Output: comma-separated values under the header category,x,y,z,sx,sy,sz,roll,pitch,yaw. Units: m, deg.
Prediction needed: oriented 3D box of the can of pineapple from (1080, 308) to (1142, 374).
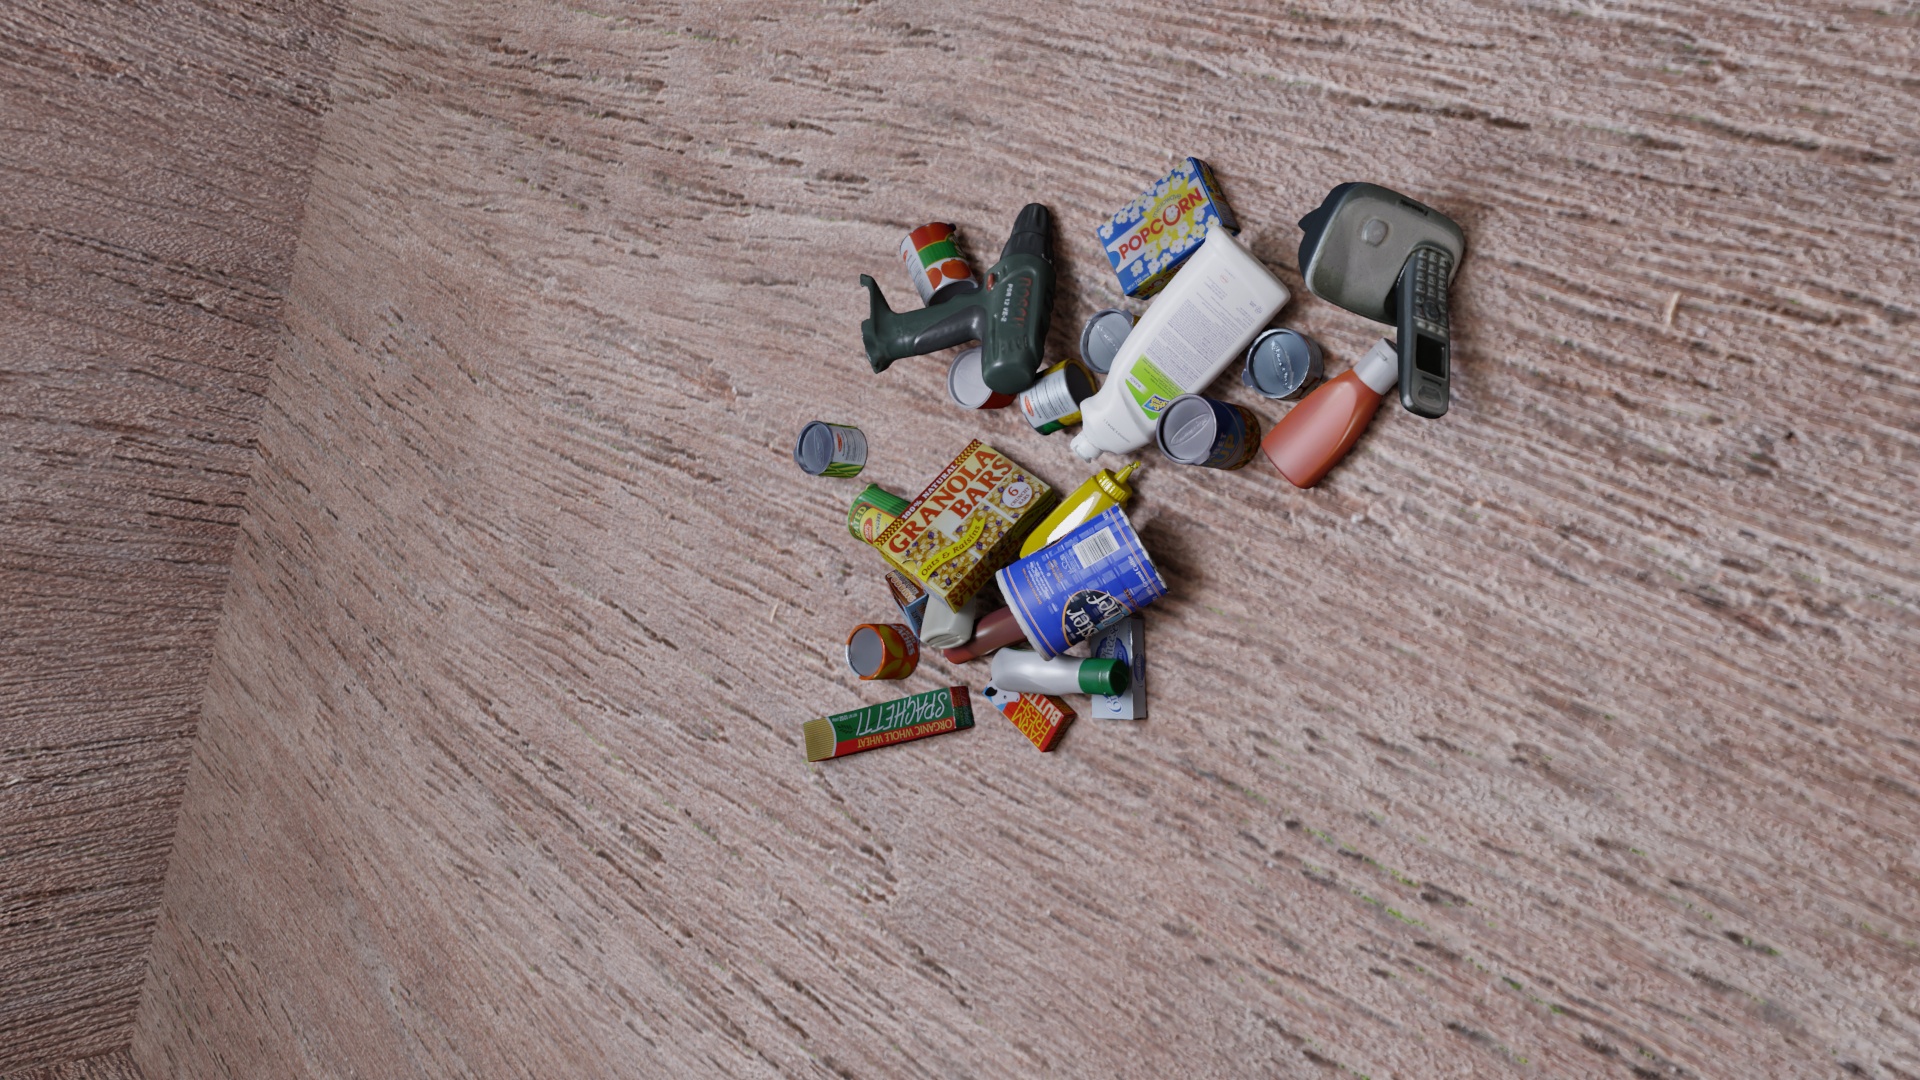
category,x,y,z,sx,sy,sz,roll,pitch,yaw
can of pineapple,0.166,-0.198,1.405,0.071,0.058,0.071,-3,85,41

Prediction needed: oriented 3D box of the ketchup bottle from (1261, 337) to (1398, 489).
category,x,y,z,sx,sy,sz,roll,pitch,yaw
ketchup bottle,0.342,-0.117,1.255,0.148,0.043,0.065,-49,59,27

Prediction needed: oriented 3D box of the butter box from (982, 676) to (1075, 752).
category,x,y,z,sx,sy,sz,roll,pitch,yaw
butter box,0.073,0.174,1.479,0.104,0.024,0.053,42,114,35

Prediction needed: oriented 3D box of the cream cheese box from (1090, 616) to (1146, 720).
category,x,y,z,sx,sy,sz,roll,pitch,yaw
cream cheese box,0.159,0.130,1.407,0.053,0.024,0.104,-6,82,42

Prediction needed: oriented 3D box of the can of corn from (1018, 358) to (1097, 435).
category,x,y,z,sx,sy,sz,roll,pitch,yaw
can of corn,0.104,-0.151,1.450,0.058,0.071,0.071,-20,74,34

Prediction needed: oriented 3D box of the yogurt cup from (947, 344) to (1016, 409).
category,x,y,z,sx,sy,sz,roll,pitch,yaw
yogurt cup,0.027,-0.175,1.526,0.072,0.054,0.072,-4,84,41

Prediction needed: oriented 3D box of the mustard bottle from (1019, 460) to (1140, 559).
category,x,y,z,sx,sy,sz,roll,pitch,yaw
mustard bottle,0.130,-0.026,1.422,0.159,0.065,0.049,-48,62,20

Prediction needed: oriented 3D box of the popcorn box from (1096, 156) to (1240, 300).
category,x,y,z,sx,sy,sz,roll,pitch,yaw
popcorn box,0.207,-0.311,1.391,0.126,0.038,0.085,-34,67,34

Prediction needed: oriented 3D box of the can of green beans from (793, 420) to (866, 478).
category,x,y,z,sx,sy,sz,roll,pitch,yaw
can of green beans,-0.155,-0.109,1.677,0.071,0.058,0.071,-3,85,41

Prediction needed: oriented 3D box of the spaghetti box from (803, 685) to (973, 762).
category,x,y,z,sx,sy,sz,roll,pitch,yaw
spaghetti box,-0.089,0.214,1.613,0.249,0.029,0.050,-19,75,39

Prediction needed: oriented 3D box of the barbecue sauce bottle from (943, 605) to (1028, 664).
category,x,y,z,sx,sy,sz,roll,pitch,yaw
barbecue sauce bottle,0.039,0.098,1.492,0.148,0.065,0.043,-26,90,46

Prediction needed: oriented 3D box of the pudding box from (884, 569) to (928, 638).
category,x,y,z,sx,sy,sz,roll,pitch,yaw
pudding box,-0.054,0.069,1.560,0.030,0.083,0.050,-31,59,-8

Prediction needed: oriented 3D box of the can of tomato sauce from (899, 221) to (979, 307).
category,x,y,z,sx,sy,sz,roll,pitch,yaw
can of tomato sauce,-0.022,-0.308,1.573,0.071,0.071,0.083,-39,64,32

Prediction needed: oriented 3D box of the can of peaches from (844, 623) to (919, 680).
category,x,y,z,sx,sy,sz,roll,pitch,yaw
can of peaches,-0.090,0.127,1.601,0.071,0.058,0.071,-4,85,41

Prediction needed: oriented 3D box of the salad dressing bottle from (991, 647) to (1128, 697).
category,x,y,z,sx,sy,sz,roll,pitch,yaw
salad dressing bottle,0.100,0.135,1.407,0.147,0.064,0.044,0,68,41

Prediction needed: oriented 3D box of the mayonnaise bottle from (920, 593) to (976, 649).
category,x,y,z,sx,sy,sz,roll,pitch,yaw
mayonnaise bottle,-0.004,0.043,1.512,0.064,0.041,0.149,-24,47,49

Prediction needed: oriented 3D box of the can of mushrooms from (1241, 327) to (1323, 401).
category,x,y,z,sx,sy,sz,roll,pitch,yaw
can of mushrooms,0.302,-0.163,1.301,0.071,0.033,0.071,-3,85,40

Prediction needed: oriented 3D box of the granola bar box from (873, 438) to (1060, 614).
category,x,y,z,sx,sy,sz,roll,pitch,yaw
granola bar box,0.005,-0.019,1.488,0.166,0.039,0.124,-46,52,-11

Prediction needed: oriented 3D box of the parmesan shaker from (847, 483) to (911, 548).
category,x,y,z,sx,sy,sz,roll,pitch,yaw
parmesan shaker,-0.071,-0.017,1.590,0.103,0.071,0.071,25,103,39

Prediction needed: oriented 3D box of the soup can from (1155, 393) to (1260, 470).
category,x,y,z,sx,sy,sz,roll,pitch,yaw
soup can,0.237,-0.099,1.318,0.071,0.084,0.071,-3,85,41
